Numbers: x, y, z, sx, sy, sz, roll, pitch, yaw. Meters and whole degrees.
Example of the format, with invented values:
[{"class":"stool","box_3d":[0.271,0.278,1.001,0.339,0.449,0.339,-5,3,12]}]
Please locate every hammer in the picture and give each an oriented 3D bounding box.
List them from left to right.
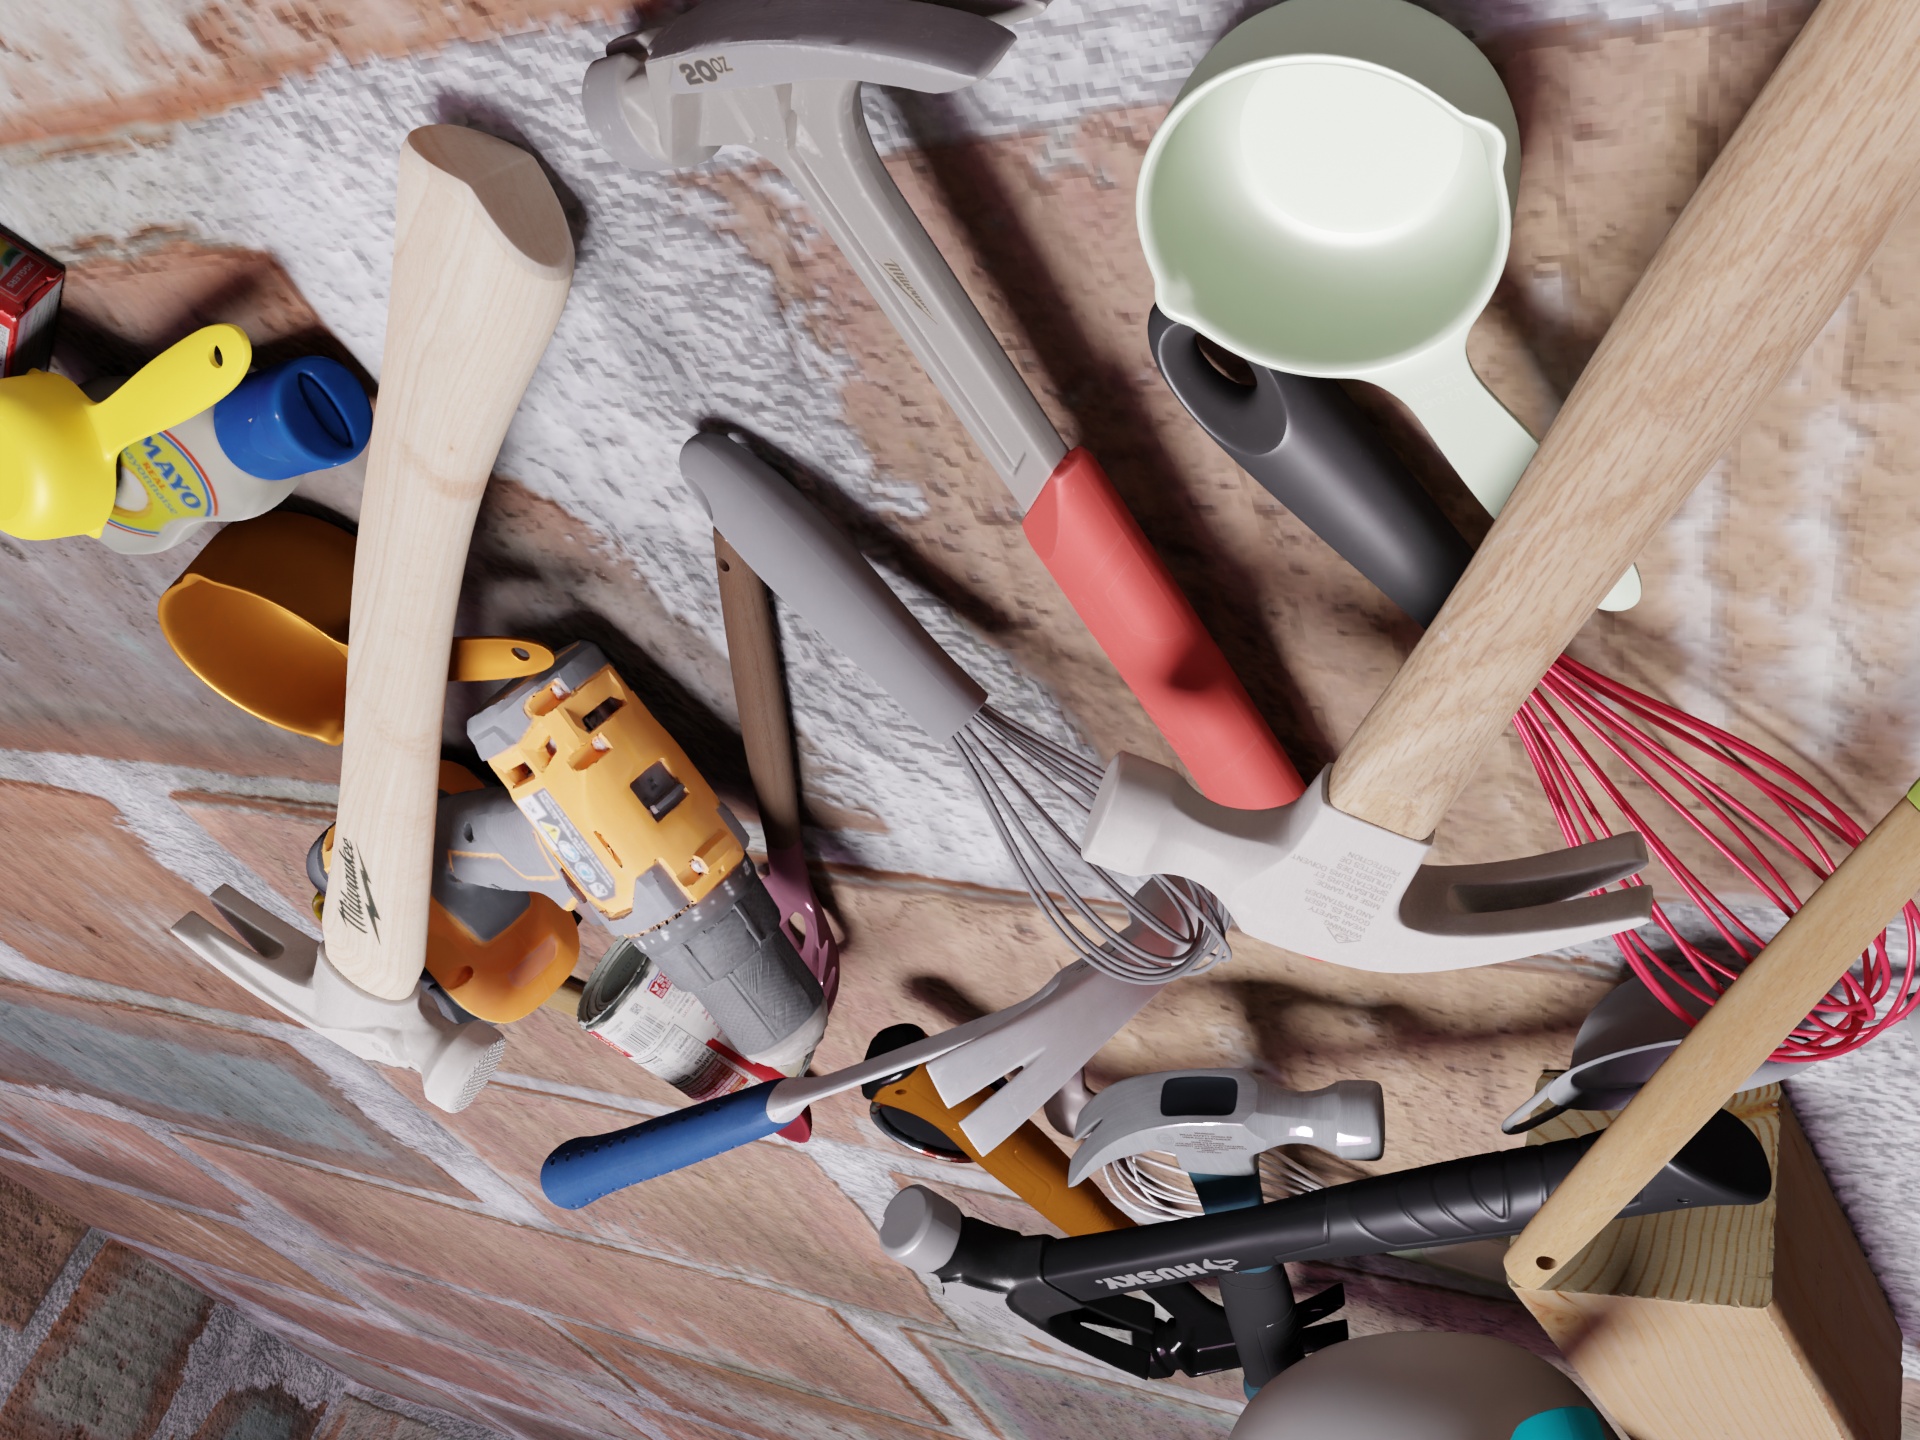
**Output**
[{"class":"hammer","box_3d":[-0.203,-0.014,0.552,0.146,0.038,0.410,29,131,5]},{"class":"hammer","box_3d":[-0.071,0.160,0.670,0.405,0.144,0.035,-30,92,43]},{"class":"hammer","box_3d":[0.069,0.248,0.803,0.127,0.034,0.336,-23,128,28]},{"class":"hammer","box_3d":[0.049,-0.037,0.431,0.149,0.037,0.358,20,157,48]},{"class":"hammer","box_3d":[0.132,0.247,0.721,0.128,0.033,0.330,0,140,18]},{"class":"hammer","box_3d":[0.132,0.196,0.604,0.335,0.035,0.146,-26,127,38]},{"class":"hammer","box_3d":[0.136,-0.054,0.316,0.130,0.031,0.331,21,134,-1]}]

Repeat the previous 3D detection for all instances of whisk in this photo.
[{"class":"whisk","box_3d":[0.000,-0.002,0.505,0.239,0.055,0.055,45,143,-7]},{"class":"whisk","box_3d":[0.182,0.230,0.740,0.246,0.058,0.059,16,176,3]},{"class":"whisk","box_3d":[0.156,-0.008,0.420,0.295,0.073,0.073,42,143,-14]}]

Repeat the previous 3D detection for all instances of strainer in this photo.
[{"class":"strainer","box_3d":[0.197,0.294,0.665,0.211,0.095,0.340,-7,145,-2]},{"class":"strainer","box_3d":[0.290,0.092,0.490,0.258,0.050,0.086,-17,150,37]}]

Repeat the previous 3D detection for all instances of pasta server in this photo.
[{"class":"pasta server","box_3d":[-0.078,0.036,0.635,0.060,0.040,0.316,29,148,20]}]

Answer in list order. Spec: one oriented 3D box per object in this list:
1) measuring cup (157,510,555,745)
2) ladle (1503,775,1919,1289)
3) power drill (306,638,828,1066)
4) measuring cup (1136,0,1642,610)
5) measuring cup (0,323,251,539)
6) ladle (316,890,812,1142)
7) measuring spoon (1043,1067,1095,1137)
[{"class":"measuring cup","box_3d":[-0.218,-0.040,0.605,0.173,0.052,0.095,0,138,22]},{"class":"ladle","box_3d":[0.212,0.047,0.369,0.078,0.062,0.320,25,125,4]},{"class":"power drill","box_3d":[-0.165,0.078,0.674,0.226,0.084,0.185,-22,107,45]},{"class":"measuring cup","box_3d":[0.109,-0.087,0.354,0.167,0.038,0.083,41,143,-27]},{"class":"measuring cup","box_3d":[-0.283,-0.099,0.519,0.156,0.029,0.062,-12,99,37]},{"class":"ladle","box_3d":[-0.223,0.159,0.903,0.315,0.031,0.069,23,144,3]},{"class":"measuring spoon","box_3d":[0.047,0.170,0.761,0.034,0.018,0.124,8,143,22]}]
